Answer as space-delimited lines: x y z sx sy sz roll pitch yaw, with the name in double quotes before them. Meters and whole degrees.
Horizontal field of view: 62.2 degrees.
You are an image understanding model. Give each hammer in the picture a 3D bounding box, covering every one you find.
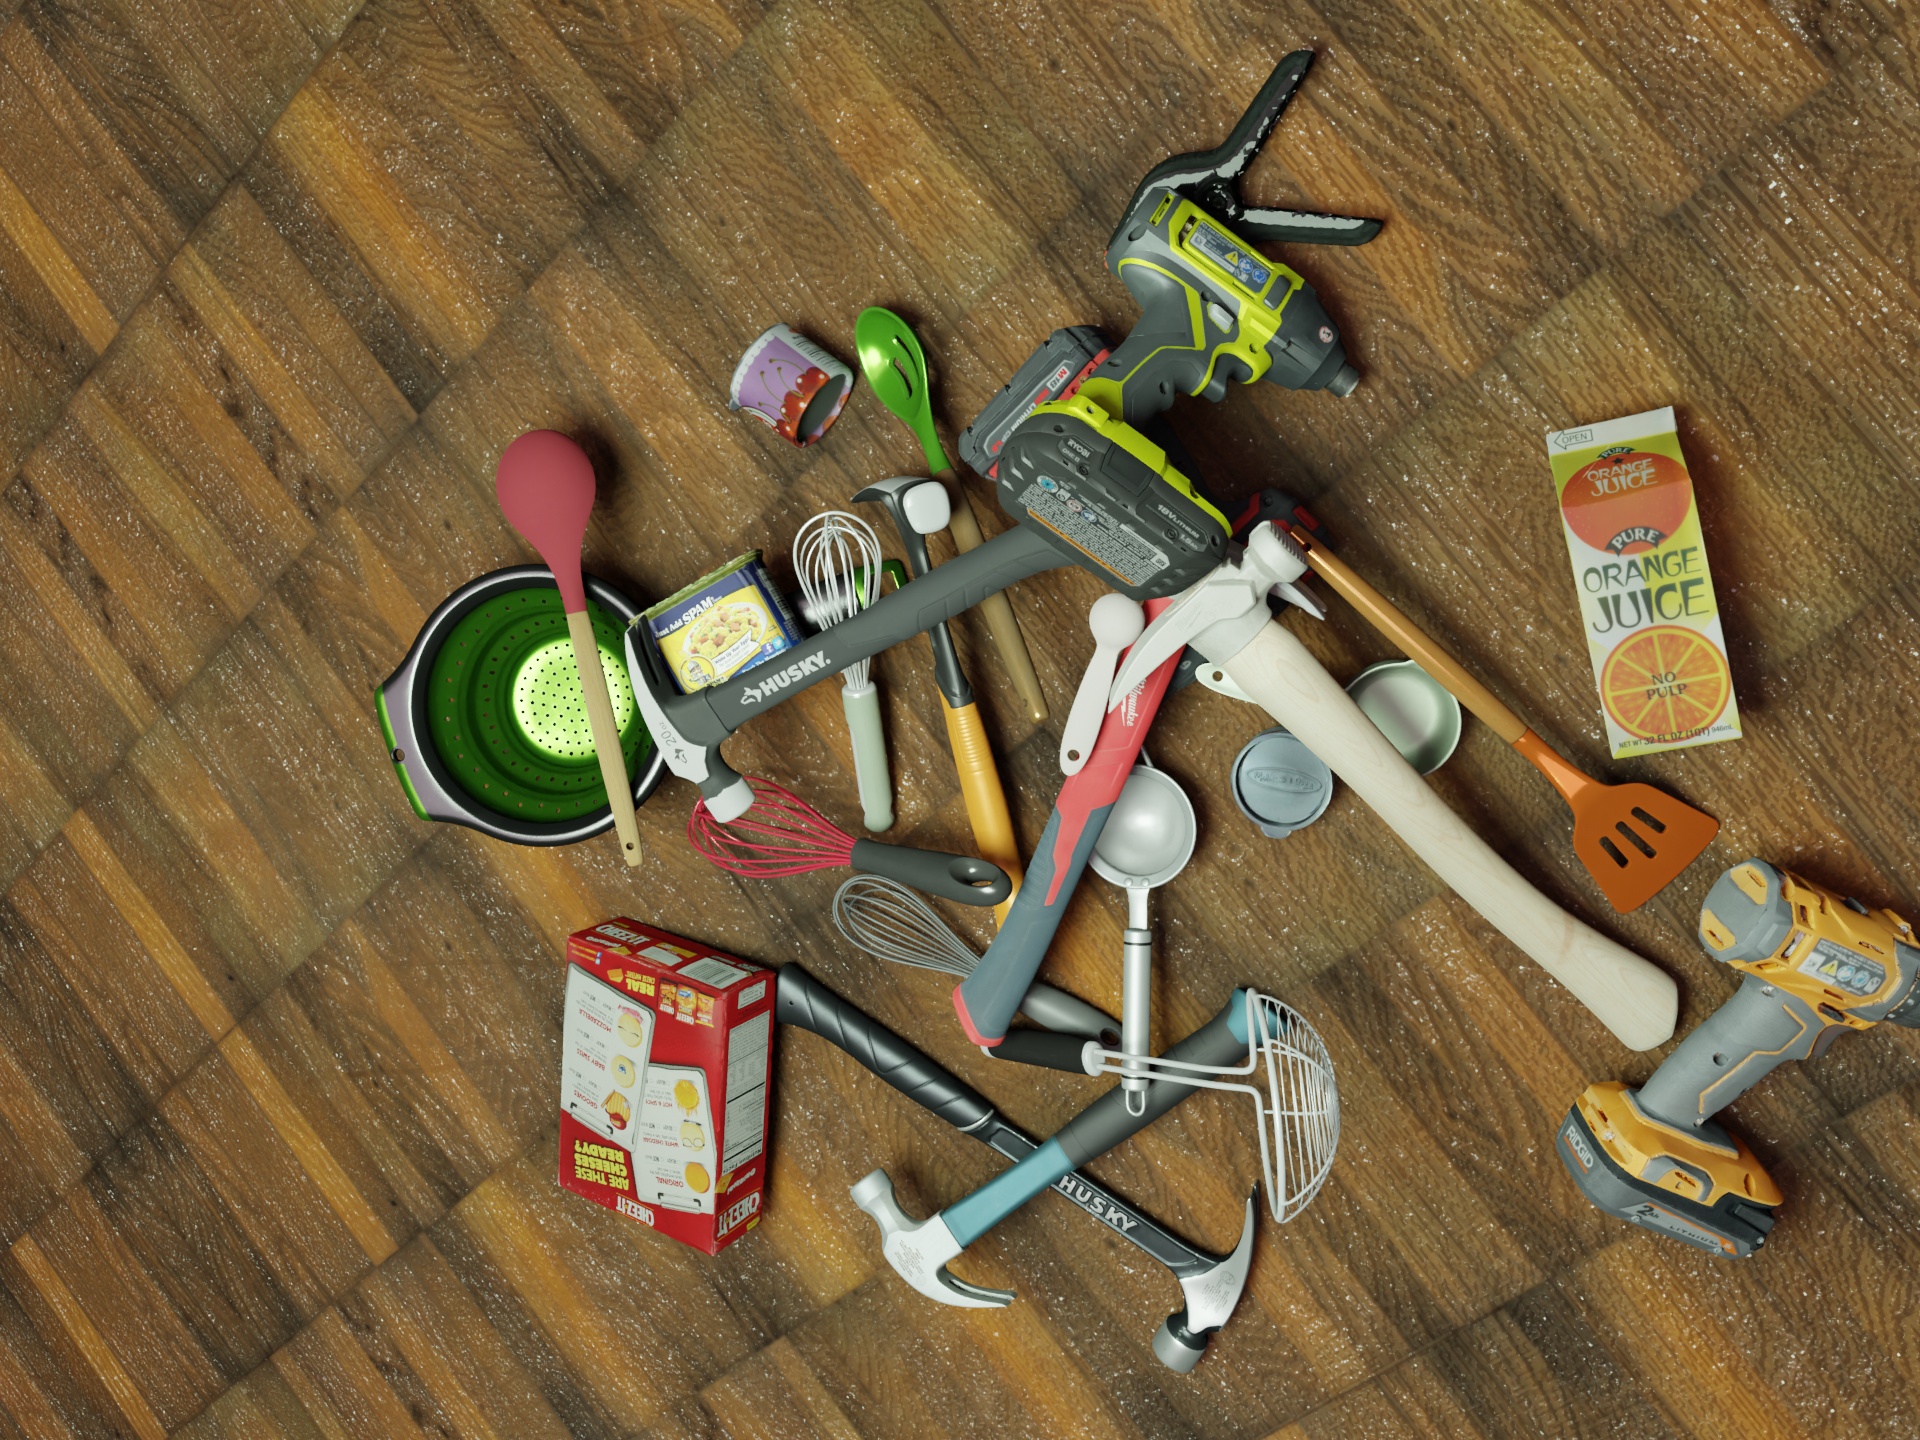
"hammer" 0.276 0.067 0.966 0.410 0.038 0.146 42 113 -9
"hammer" 0.030 0.300 1.164 0.409 0.036 0.149 32 108 13
"hammer" 0.084 0.291 1.107 0.331 0.033 0.128 -38 76 10
"hammer" -0.002 -0.003 1.096 0.034 0.127 0.336 -19 106 -15
"hammer" 0.096 0.059 1.035 0.143 0.038 0.386 25 112 8
"hammer" -0.062 -0.060 1.011 0.335 0.035 0.146 -26 107 20

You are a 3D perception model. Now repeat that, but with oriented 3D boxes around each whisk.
"whisk" 0.015 0.177 1.144 0.239 0.055 0.055 27 108 9
"whisk" -0.073 -0.030 1.111 0.059 0.058 0.246 -8 116 -2
"whisk" -0.085 0.091 1.118 0.296 0.073 0.073 9 104 37

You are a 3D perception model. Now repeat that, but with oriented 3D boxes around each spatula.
"spatula" 0.321 -0.008 0.970 0.322 0.041 0.081 42 105 2

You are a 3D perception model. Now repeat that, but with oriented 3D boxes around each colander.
"colander" -0.223 -0.039 1.178 0.397 0.094 0.204 -19 92 5

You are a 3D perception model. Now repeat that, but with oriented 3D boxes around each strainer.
"strainer" 0.120 0.138 1.077 0.087 0.050 0.258 1 89 27

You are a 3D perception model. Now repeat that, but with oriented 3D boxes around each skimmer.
"skimmer" 0.100 0.223 0.997 0.363 0.090 0.127 -7 88 55

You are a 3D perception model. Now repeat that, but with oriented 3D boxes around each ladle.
"ladle" -0.265 -0.050 1.120 0.069 0.031 0.315 -13 95 -1

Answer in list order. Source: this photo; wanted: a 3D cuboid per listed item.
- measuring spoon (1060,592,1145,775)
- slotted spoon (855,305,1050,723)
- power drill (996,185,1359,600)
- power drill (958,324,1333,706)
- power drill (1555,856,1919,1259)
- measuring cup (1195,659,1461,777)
"measuring spoon" 0.083 -0.019 0.983 0.034 0.018 0.124 19 112 9
"slotted spoon" -0.003 -0.139 1.049 0.070 0.031 0.314 -48 59 56
"power drill" 0.133 -0.189 0.937 0.171 0.080 0.223 34 66 -8
"power drill" 0.103 -0.124 1.037 0.227 0.080 0.188 46 112 4
"power drill" 0.486 0.207 0.940 0.185 0.084 0.226 22 110 -10
"measuring cup" 0.233 -0.013 1.016 0.167 0.038 0.083 15 103 10
